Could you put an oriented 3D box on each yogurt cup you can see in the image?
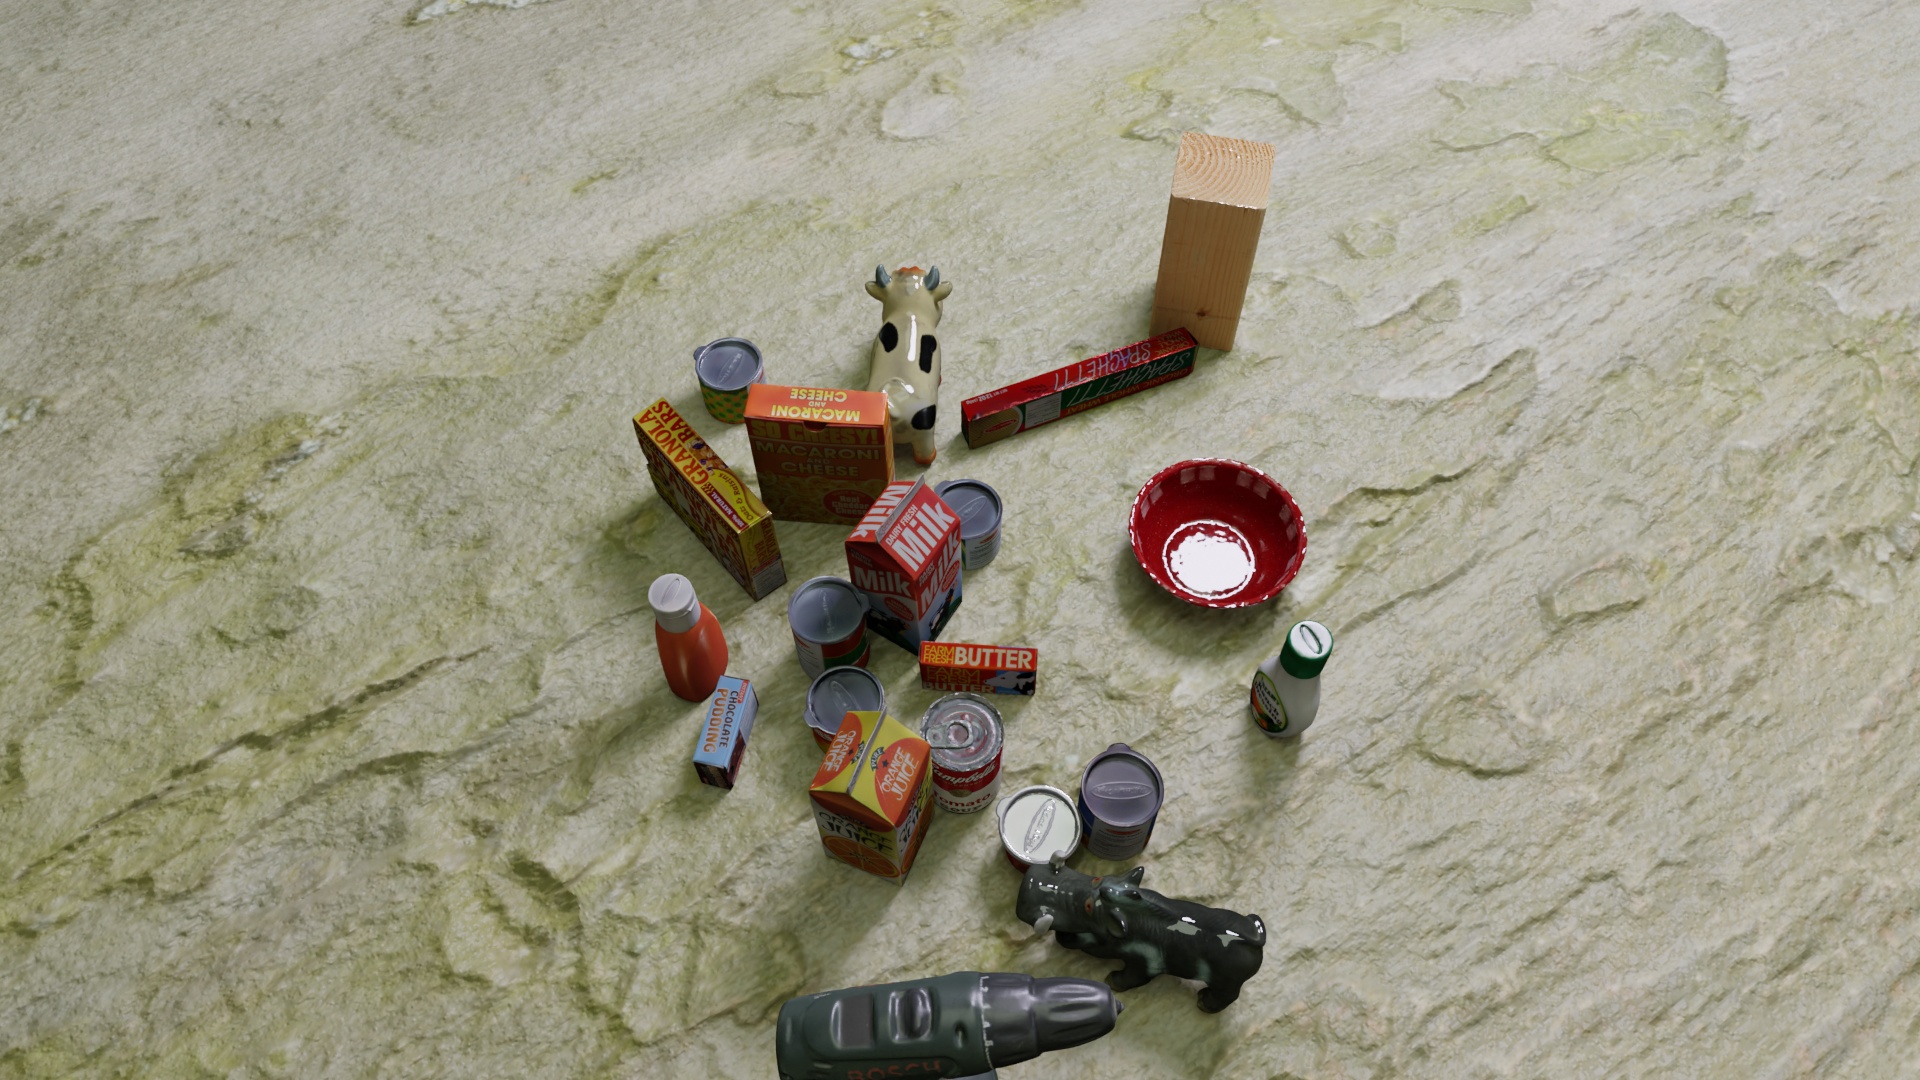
[{"bbox_3d":[0.064,0.241,1.137,0.072,0.053,0.073,0,58,0],"label":"yogurt cup"}]

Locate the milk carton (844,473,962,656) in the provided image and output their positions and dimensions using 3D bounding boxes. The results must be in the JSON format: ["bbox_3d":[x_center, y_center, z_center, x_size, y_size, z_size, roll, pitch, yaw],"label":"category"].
[{"bbox_3d":[-0.047,0.018,1.195,0.073,0.189,0.072,28,63,16],"label":"milk carton"}]

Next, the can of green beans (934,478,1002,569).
[{"bbox_3d":[0.006,-0.015,1.293,0.071,0.057,0.071,0,58,0],"label":"can of green beans"}]

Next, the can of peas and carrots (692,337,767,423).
[{"bbox_3d":[-0.229,-0.159,1.382,0.071,0.058,0.071,0,58,0],"label":"can of peas and carrots"}]

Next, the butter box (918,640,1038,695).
[{"bbox_3d":[0.016,0.112,1.217,0.103,0.053,0.024,4,59,2],"label":"butter box"}]

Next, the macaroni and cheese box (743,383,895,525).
[{"bbox_3d":[-0.124,-0.074,1.266,0.124,0.165,0.040,4,59,3],"label":"macaroni and cheese box"}]

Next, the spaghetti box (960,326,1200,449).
[{"bbox_3d":[0.119,-0.152,1.382,0.250,0.050,0.029,-20,61,-12],"label":"spaghetti box"}]

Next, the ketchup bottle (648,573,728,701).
[{"bbox_3d":[-0.233,0.080,1.182,0.043,0.148,0.065,19,61,11],"label":"ketchup bottle"}]

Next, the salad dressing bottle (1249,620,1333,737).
[{"bbox_3d":[0.278,0.115,1.160,0.044,0.147,0.064,-20,61,-11],"label":"salad dressing bottle"}]

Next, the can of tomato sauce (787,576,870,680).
[{"bbox_3d":[-0.112,0.079,1.221,0.071,0.082,0.071,0,59,0],"label":"can of tomato sauce"}]

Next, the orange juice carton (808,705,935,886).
[{"bbox_3d":[-0.067,0.197,1.084,0.073,0.191,0.072,19,61,12],"label":"orange juice carton"}]

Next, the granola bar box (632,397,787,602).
[{"bbox_3d":[-0.229,-0.036,1.268,0.039,0.123,0.166,-36,65,-20],"label":"granola bar box"}]

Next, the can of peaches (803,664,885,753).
[{"bbox_3d":[-0.099,0.149,1.192,0.071,0.057,0.071,0,58,0],"label":"can of peaches"}]

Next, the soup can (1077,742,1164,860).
[{"bbox_3d":[0.129,0.215,1.136,0.071,0.083,0.071,0,59,0],"label":"soup can"}]

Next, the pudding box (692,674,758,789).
[{"bbox_3d":[-0.200,0.164,1.188,0.030,0.049,0.084,10,59,6],"label":"pudding box"}]
